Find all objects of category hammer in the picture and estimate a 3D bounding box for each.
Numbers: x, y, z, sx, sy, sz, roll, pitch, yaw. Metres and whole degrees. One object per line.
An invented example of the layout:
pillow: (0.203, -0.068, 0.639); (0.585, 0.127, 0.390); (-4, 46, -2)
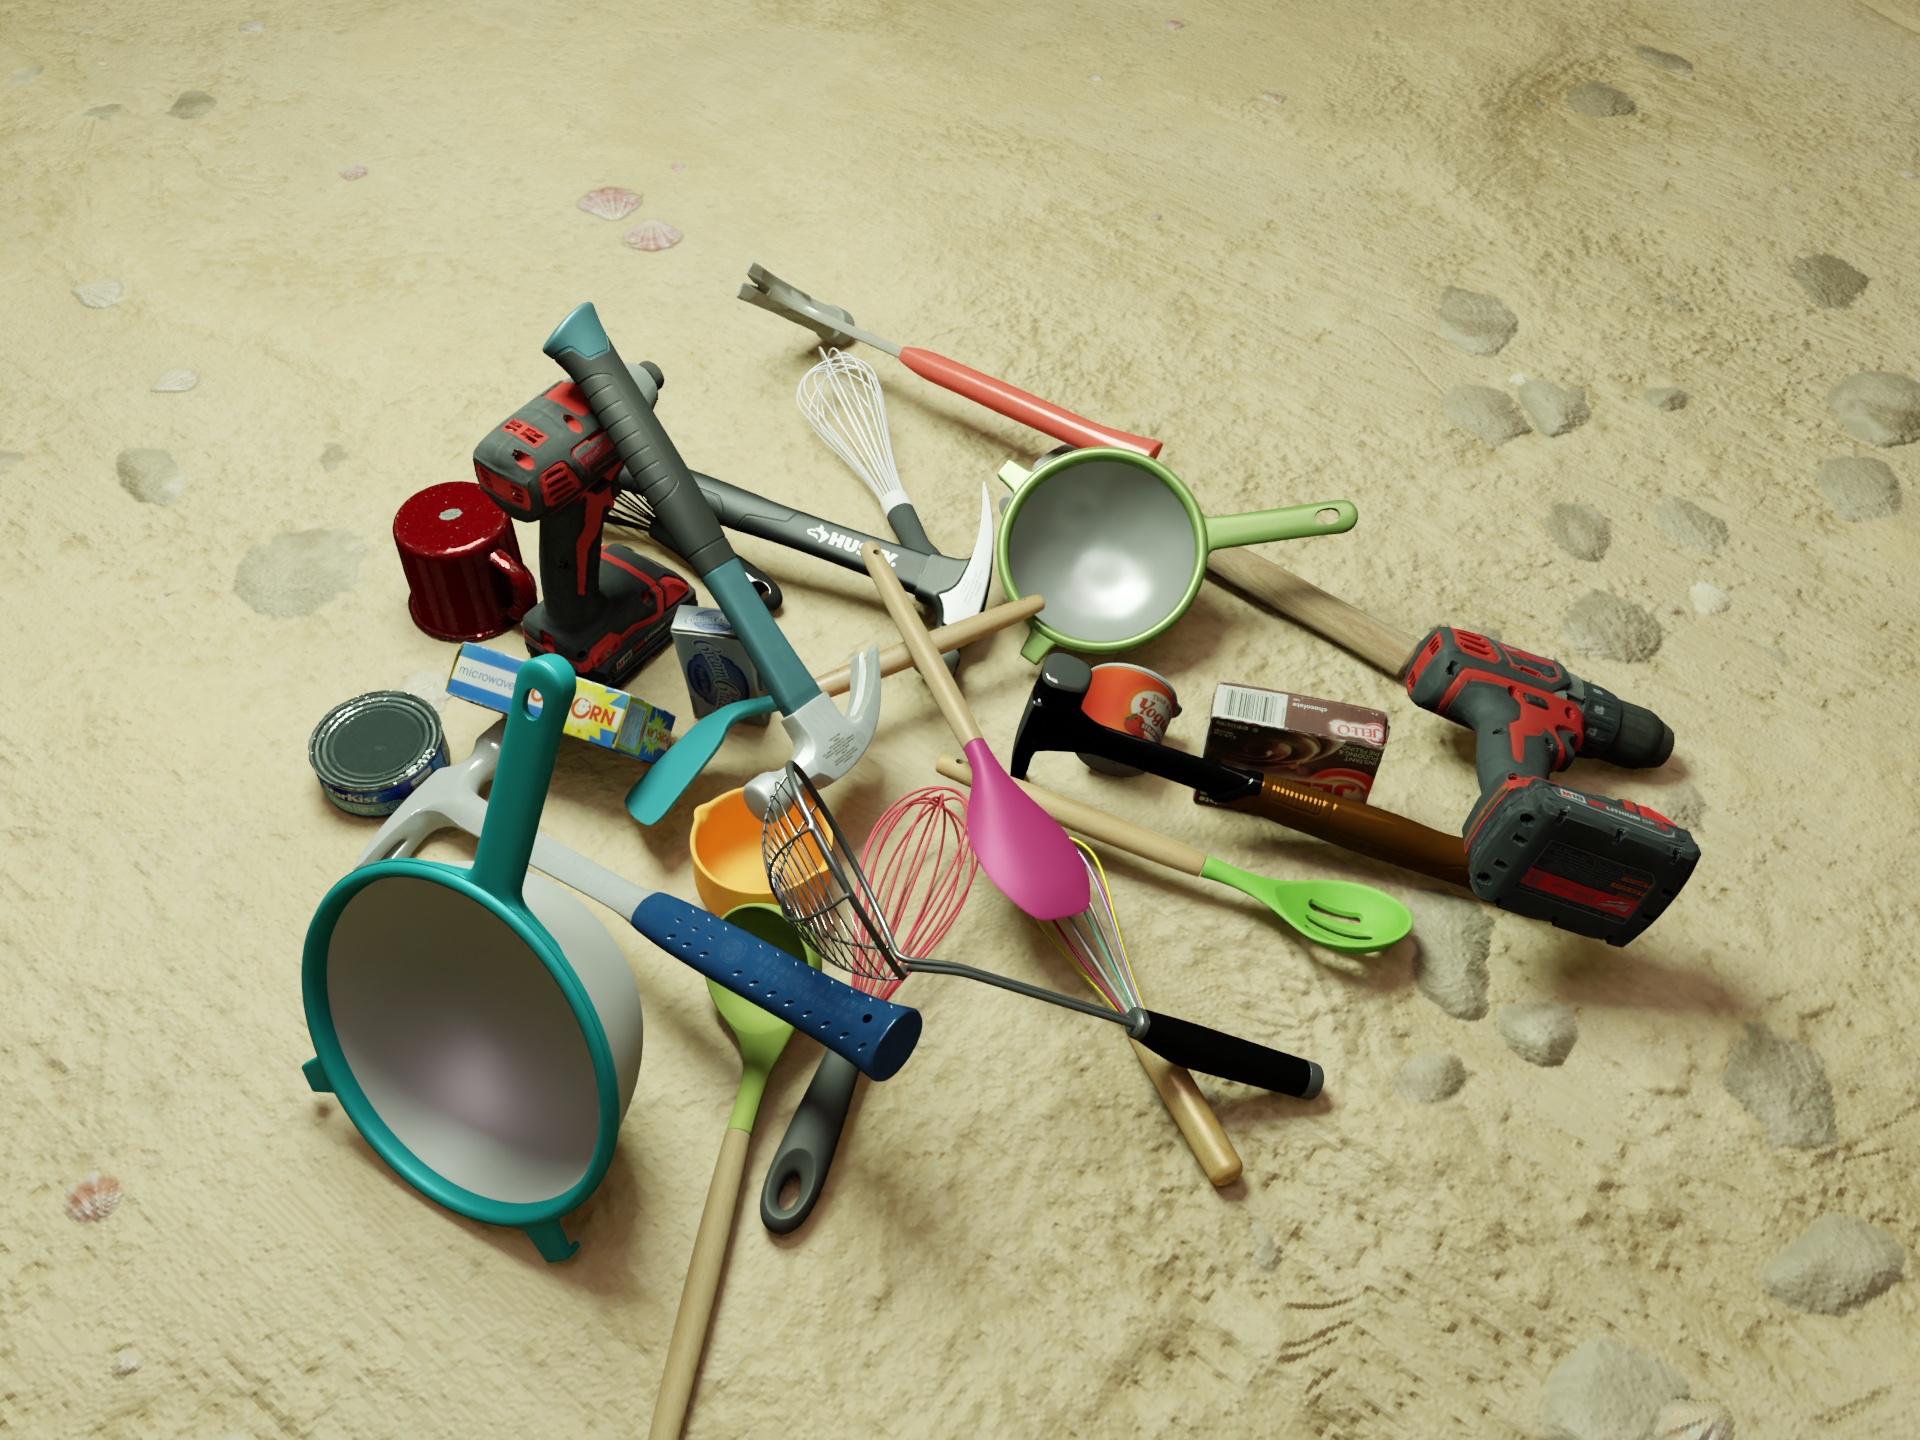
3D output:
hammer: (0.197, 0.055, 1.023); (0.337, 0.127, 0.034); (18, 49, 1)
hammer: (-0.005, -0.272, 1.258); (0.359, 0.036, 0.149); (29, 10, 23)
hammer: (-0.159, -0.106, 0.988); (0.128, 0.033, 0.331); (-36, 98, -36)
hammer: (-0.194, 0.111, 0.928); (0.406, 0.035, 0.144); (21, 53, 34)
hammer: (0.198, -0.125, 1.206); (0.331, 0.031, 0.130); (32, 56, 22)
hammer: (-0.134, -0.149, 1.158); (0.335, 0.035, 0.146); (20, 74, 7)

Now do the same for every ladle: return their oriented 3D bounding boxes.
ladle: (-0.134, 0.245, 0.864); (0.078, 0.062, 0.320); (-13, 47, 28)

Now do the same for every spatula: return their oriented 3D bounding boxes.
spatula: (-0.079, -0.017, 1.068); (0.317, 0.044, 0.082); (-23, 18, -19)

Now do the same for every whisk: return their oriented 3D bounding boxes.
whisk: (-0.054, 0.161, 0.939); (0.073, 0.073, 0.296); (15, 57, 11)
whisk: (0.101, 0.164, 0.950); (0.047, 0.051, 0.245); (-15, 55, -22)
whisk: (-0.229, -0.145, 1.201); (0.239, 0.055, 0.055); (33, 56, 18)
whisk: (-0.060, -0.188, 1.240); (0.070, 0.070, 0.285); (-16, 57, -15)

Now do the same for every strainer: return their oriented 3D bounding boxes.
strainer: (0.155, -0.125, 1.154); (0.256, 0.069, 0.151); (-8, 81, 3)
strainer: (-0.226, 0.105, 0.835); (0.211, 0.340, 0.095); (29, 27, 16)

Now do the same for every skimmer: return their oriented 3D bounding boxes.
skimmer: (0.056, 0.124, 0.867); (0.363, 0.090, 0.127); (21, 12, -17)

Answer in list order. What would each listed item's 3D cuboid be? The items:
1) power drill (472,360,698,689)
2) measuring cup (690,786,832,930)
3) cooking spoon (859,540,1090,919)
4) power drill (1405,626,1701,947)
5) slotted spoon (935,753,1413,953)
power drill: (-0.245, -0.135, 1.074); (0.079, 0.219, 0.143); (28, 54, 20)
measuring cup: (-0.106, 0.064, 1.023); (0.095, 0.052, 0.174); (21, 45, 15)
cooking spoon: (-0.002, -0.003, 1.023); (0.068, 0.017, 0.319); (-8, 52, -28)
power drill: (0.390, 0.036, 1.013); (0.188, 0.080, 0.227); (18, 34, -8)
slotted spoon: (0.130, 0.082, 1.010); (0.314, 0.031, 0.070); (21, 32, 9)
